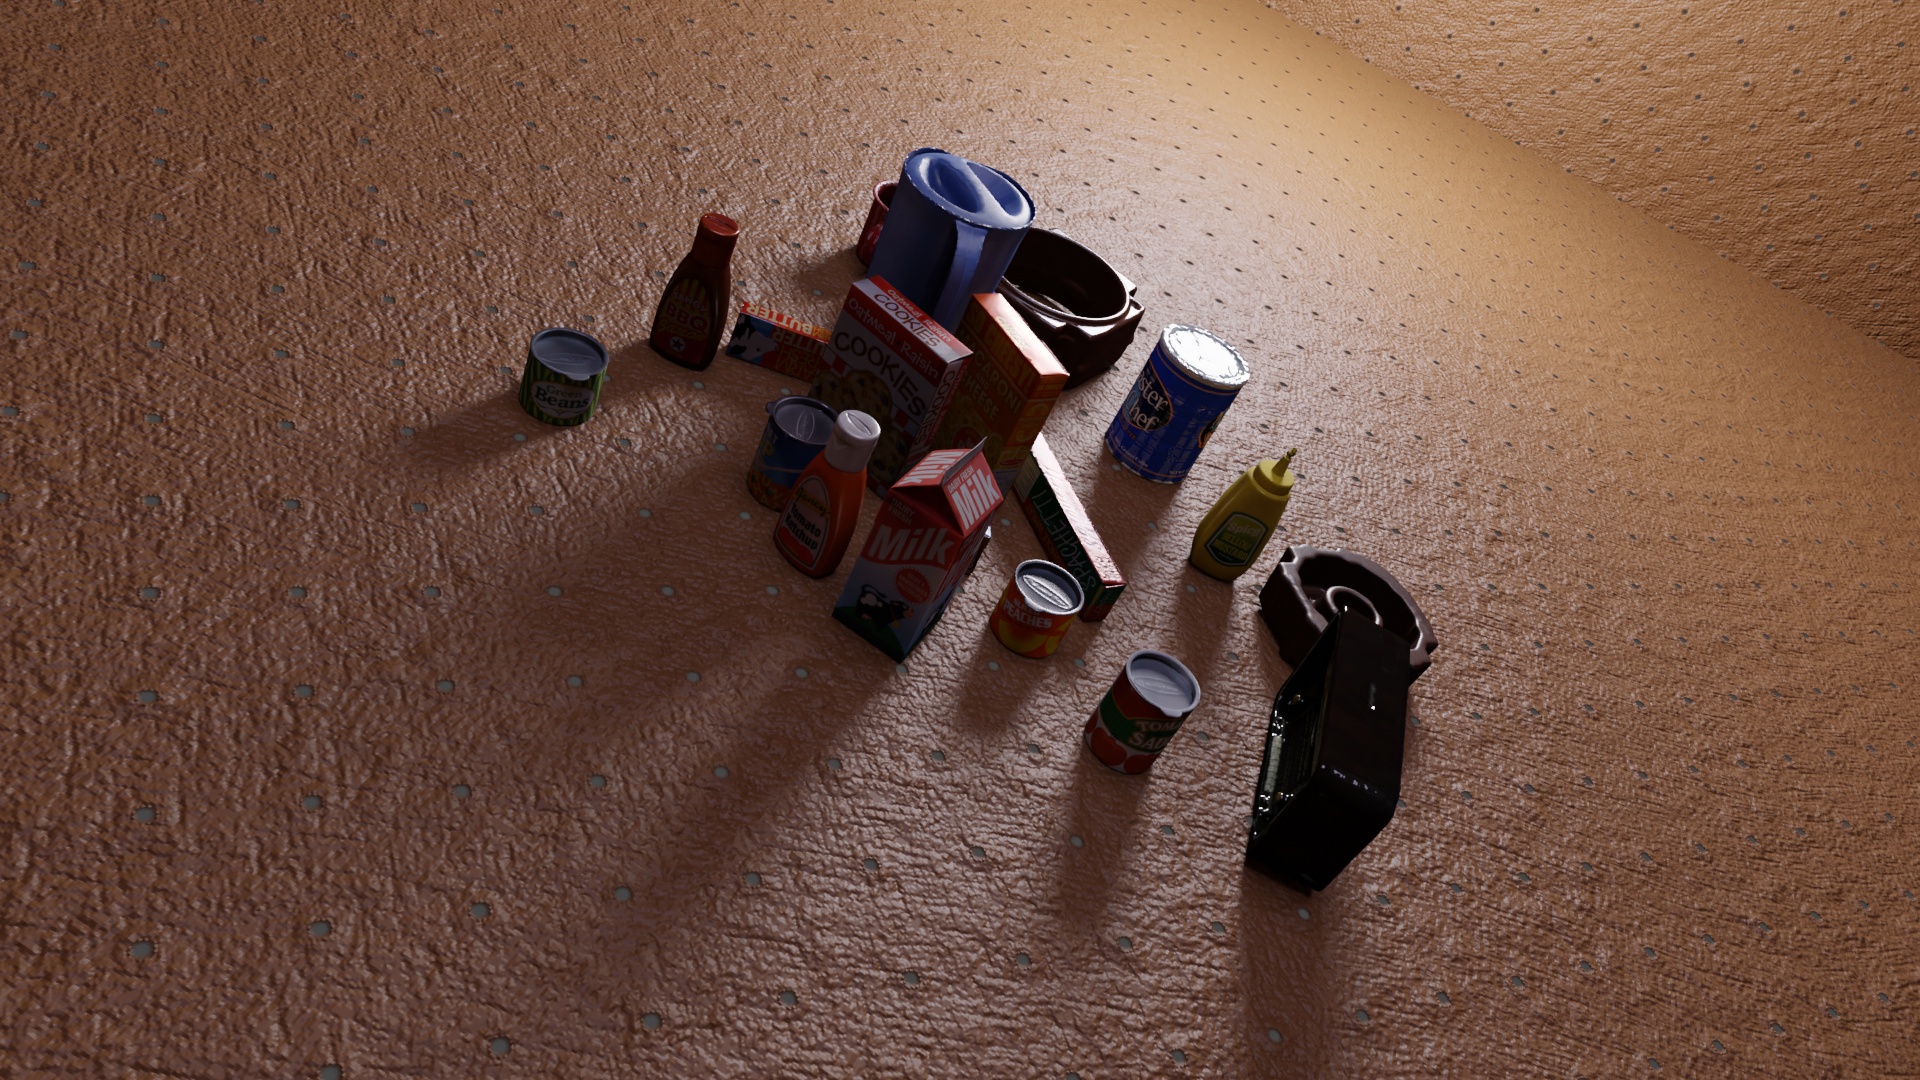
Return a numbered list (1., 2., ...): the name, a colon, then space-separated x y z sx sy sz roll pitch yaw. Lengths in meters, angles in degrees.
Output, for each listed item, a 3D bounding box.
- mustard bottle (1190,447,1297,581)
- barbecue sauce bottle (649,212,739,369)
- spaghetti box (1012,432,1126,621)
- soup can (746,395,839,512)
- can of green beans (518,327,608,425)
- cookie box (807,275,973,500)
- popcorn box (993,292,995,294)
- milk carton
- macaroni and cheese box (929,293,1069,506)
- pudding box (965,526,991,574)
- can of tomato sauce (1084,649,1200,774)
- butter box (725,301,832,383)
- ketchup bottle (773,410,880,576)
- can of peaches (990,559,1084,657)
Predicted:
1. mustard bottle: 0.285 -0.031 1.364 0.065 0.159 0.049 24 37 -4
2. barbecue sauce bottle: -0.242 -0.233 1.291 0.065 0.147 0.044 27 37 -1
3. spaghetti box: 0.089 -0.029 1.334 0.029 0.050 0.251 2 44 -30
4. soup can: -0.148 -0.076 1.218 0.071 0.083 0.072 17 38 -14
5. can of green beans: -0.343 -0.141 1.197 0.071 0.057 0.071 17 38 -14
6. cookie box: -0.071 -0.138 1.268 0.123 0.166 0.040 42 39 18
7. popcorn box: -0.024 -0.268 1.516 0.038 0.084 0.127 -19 56 -44
8. milk carton: -0.029 0.001 1.112 0.073 0.189 0.073 34 38 9
9. macaroni and cheese box: 0.026 -0.132 1.320 0.040 0.165 0.124 -8 50 -38
10. pudding box: 0.005 -0.016 1.267 0.030 0.049 0.084 15 39 -15
11. can of tomato sauce: 0.149 0.143 1.141 0.071 0.082 0.071 17 38 -14
12. butter box: -0.173 -0.192 1.364 0.103 0.052 0.024 18 38 -12
13. ketchup bottle: -0.107 -0.041 1.148 0.065 0.148 0.044 43 40 20
14. can of peaches: 0.065 0.061 1.207 0.071 0.057 0.071 17 38 -14
